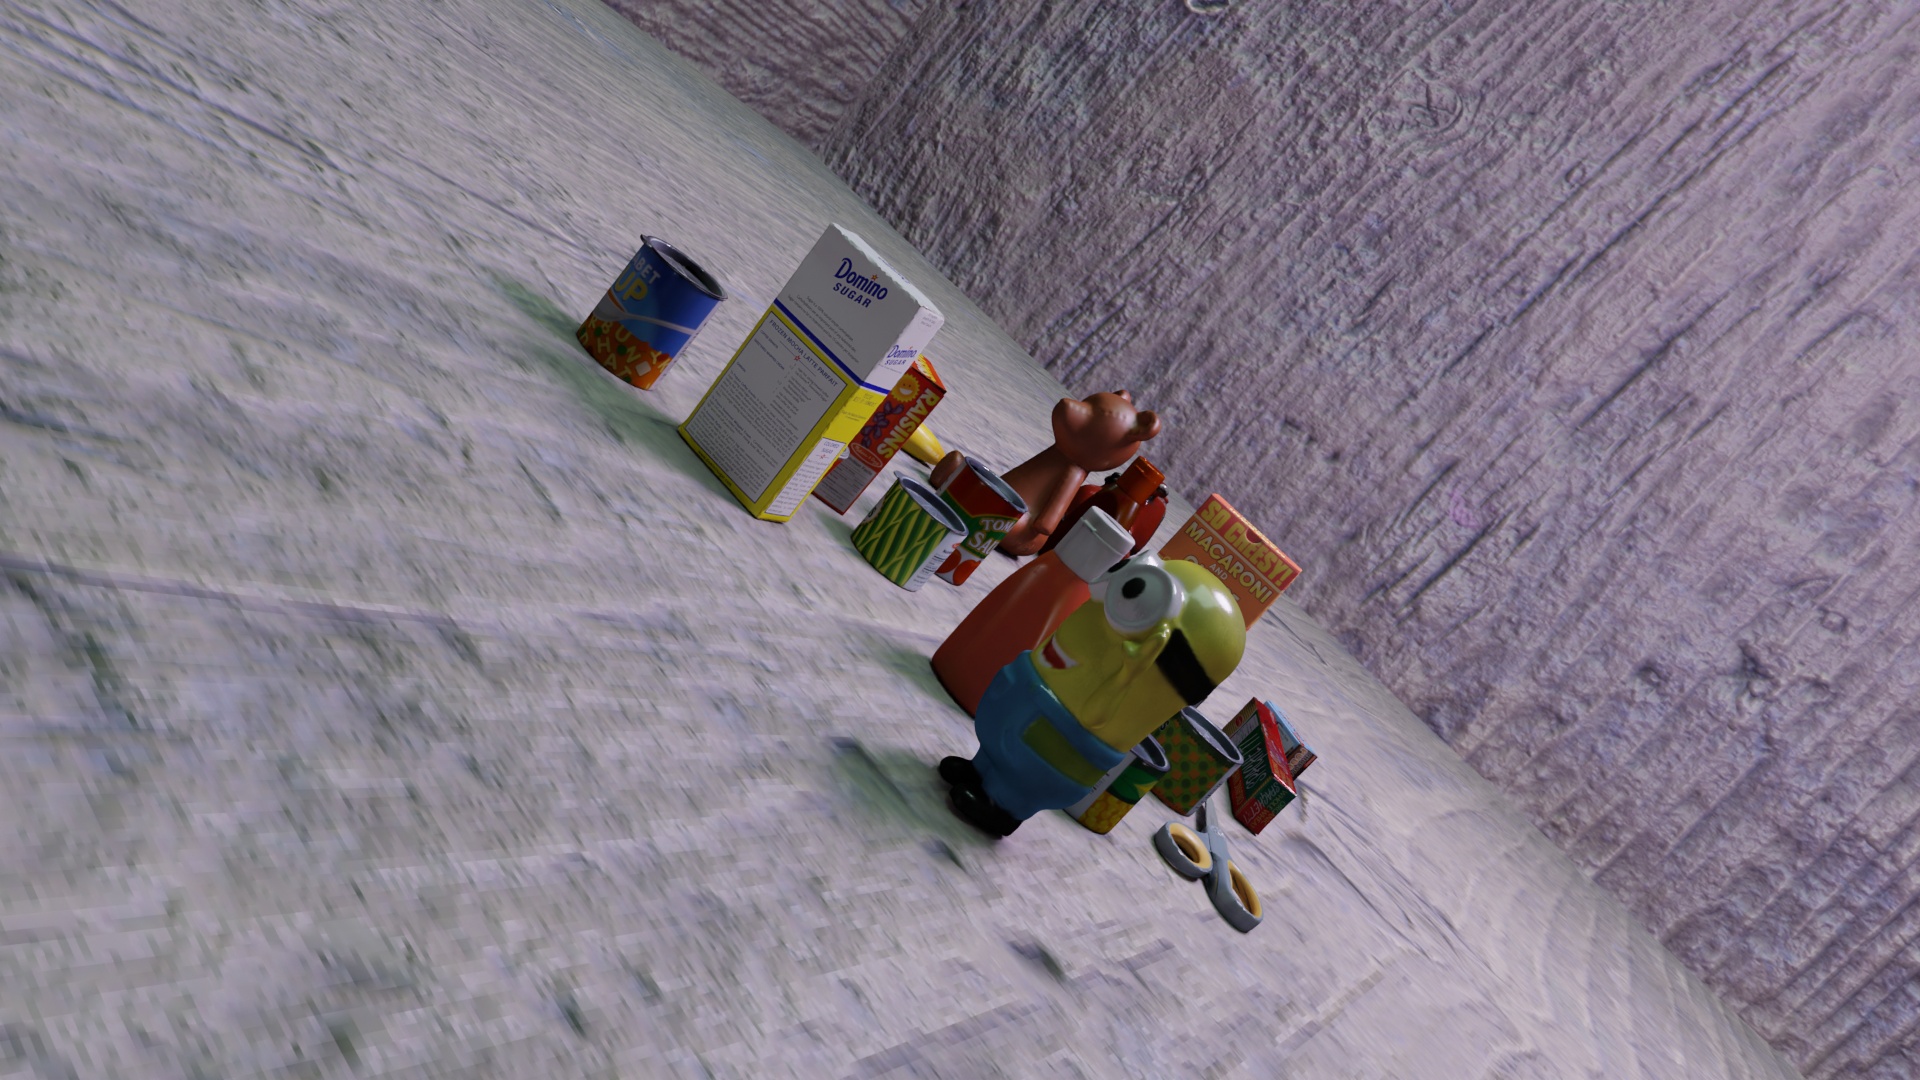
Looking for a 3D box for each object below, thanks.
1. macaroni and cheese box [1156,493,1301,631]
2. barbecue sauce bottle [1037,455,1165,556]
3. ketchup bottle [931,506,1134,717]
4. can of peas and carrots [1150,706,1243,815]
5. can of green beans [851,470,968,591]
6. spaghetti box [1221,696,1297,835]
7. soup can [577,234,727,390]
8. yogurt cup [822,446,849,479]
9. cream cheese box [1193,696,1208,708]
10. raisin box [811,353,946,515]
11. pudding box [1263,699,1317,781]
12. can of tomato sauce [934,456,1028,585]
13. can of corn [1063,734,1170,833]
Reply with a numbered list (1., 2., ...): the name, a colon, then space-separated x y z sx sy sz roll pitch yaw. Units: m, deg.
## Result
1. macaroni and cheese box: 0.257 0.052 1.466 0.124 0.166 0.040 44 11 12
2. barbecue sauce bottle: 0.149 -0.021 1.435 0.065 0.148 0.043 48 13 32
3. ketchup bottle: 0.048 0.044 0.882 0.043 0.148 0.065 28 17 -49
4. can of peas and carrots: 0.168 0.163 1.047 0.071 0.058 0.071 39 12 -10
5. can of green beans: -0.037 -0.005 1.014 0.071 0.057 0.071 39 12 -10
6. spaghetti box: 0.265 0.197 1.248 0.028 0.050 0.250 41 12 0
7. soup can: -0.212 -0.156 0.946 0.071 0.083 0.071 39 12 -10
8. yogurt cup: -0.120 -0.062 0.972 0.072 0.054 0.072 39 12 -10
9. cream cheese box: 0.183 0.130 1.229 0.024 0.053 0.104 38 12 -13
10. raisin box: -0.068 -0.089 1.060 0.040 0.123 0.086 37 12 -21
11. pudding box: 0.315 0.203 1.387 0.030 0.049 0.084 36 13 -25
12. can of tomato sauce: 0.004 -0.014 1.114 0.071 0.083 0.071 39 12 -10
13. can of corn: 0.090 0.142 0.879 0.071 0.058 0.071 39 12 -10
